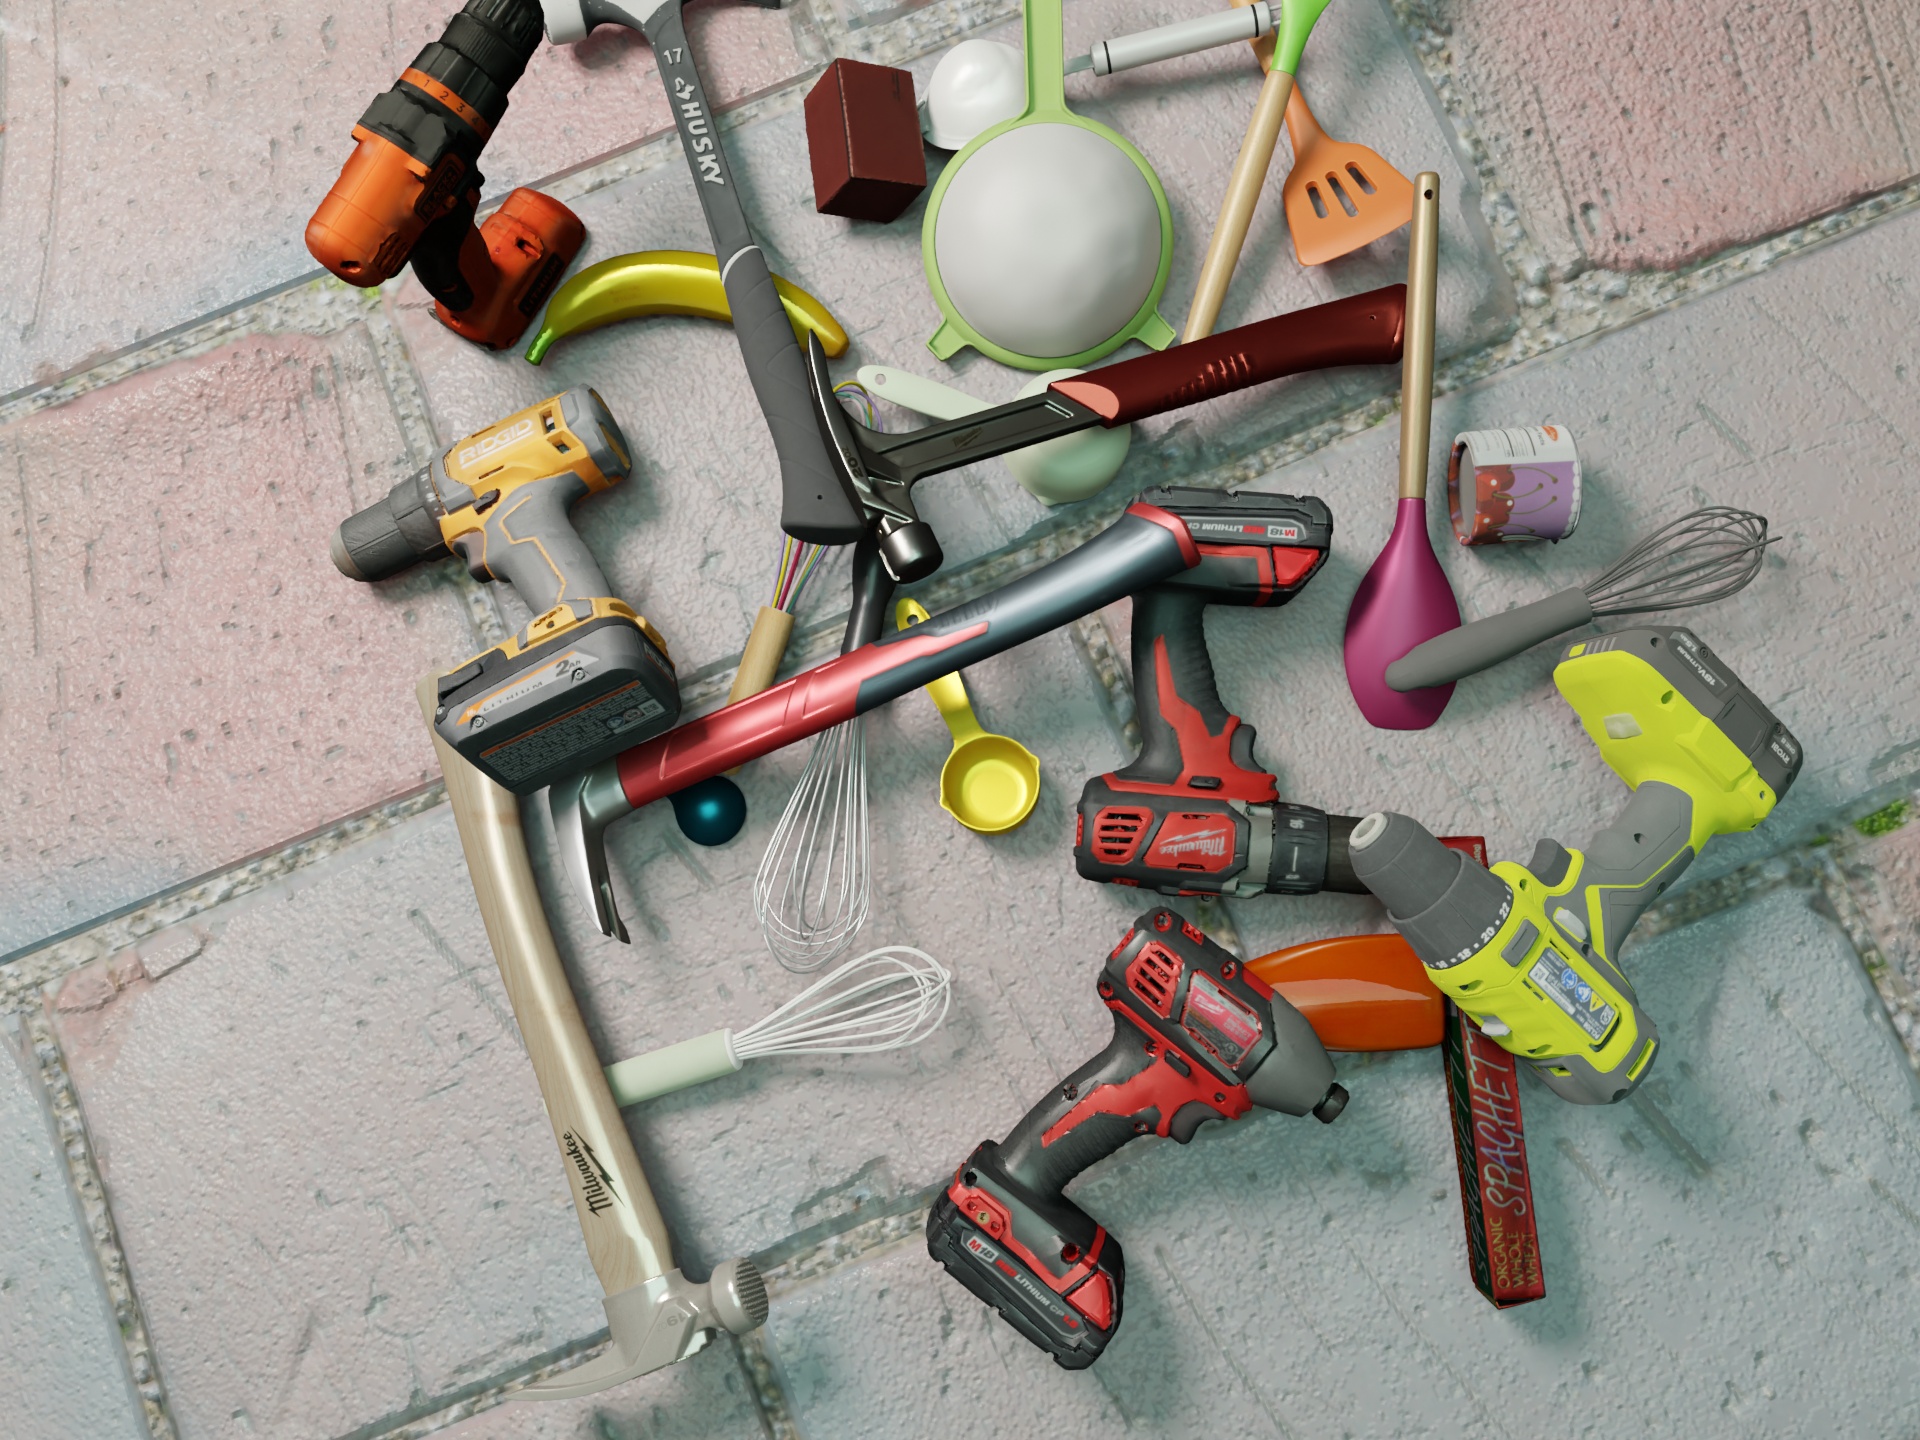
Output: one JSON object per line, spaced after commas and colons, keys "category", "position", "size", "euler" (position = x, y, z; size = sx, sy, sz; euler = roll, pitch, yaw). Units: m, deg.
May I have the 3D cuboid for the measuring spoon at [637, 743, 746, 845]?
{"category": "measuring spoon", "position": [-0.184, 0.029, 0.935], "size": [0.128, 0.021, 0.042], "euler": [32, 85, 7]}

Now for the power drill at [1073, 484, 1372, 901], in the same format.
{"category": "power drill", "position": [0.165, -0.009, 0.899], "size": [0.188, 0.080, 0.227], "euler": [5, 85, 4]}

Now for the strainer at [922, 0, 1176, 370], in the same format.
{"category": "strainer", "position": [0.051, -0.333, 0.917], "size": [0.151, 0.069, 0.256], "euler": [-2, 100, 0]}

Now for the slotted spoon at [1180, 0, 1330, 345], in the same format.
{"category": "slotted spoon", "position": [0.179, -0.356, 0.939], "size": [0.070, 0.031, 0.313], "euler": [17, 98, 2]}

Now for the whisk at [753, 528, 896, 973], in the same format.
{"category": "whisk", "position": [-0.068, 0.004, 0.918], "size": [0.070, 0.070, 0.285], "euler": [9, 78, 4]}

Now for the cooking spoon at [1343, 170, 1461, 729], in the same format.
{"category": "cooking spoon", "position": [0.261, -0.153, 0.917], "size": [0.069, 0.017, 0.319], "euler": [2, 93, 3]}

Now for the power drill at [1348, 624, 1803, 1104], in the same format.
{"category": "power drill", "position": [0.324, 0.060, 0.841], "size": [0.190, 0.080, 0.228], "euler": [43, 73, -8]}

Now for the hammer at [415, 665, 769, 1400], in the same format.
{"category": "hammer", "position": [-0.241, 0.162, 0.891], "size": [0.146, 0.038, 0.411], "euler": [-25, 74, 9]}

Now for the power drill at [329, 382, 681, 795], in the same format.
{"category": "power drill", "position": [-0.263, -0.071, 0.899], "size": [0.185, 0.084, 0.226], "euler": [-24, 58, 5]}

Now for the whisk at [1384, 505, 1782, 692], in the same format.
{"category": "whisk", "position": [0.352, -0.064, 0.903], "size": [0.239, 0.055, 0.055], "euler": [-21, 81, -2]}

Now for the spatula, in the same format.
{"category": "spatula", "position": [0.184, -0.424, 0.974], "size": [0.081, 0.041, 0.323], "euler": [-24, 80, 11]}

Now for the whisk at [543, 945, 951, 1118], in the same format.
{"category": "whisk", "position": [-0.121, 0.183, 0.899], "size": [0.246, 0.059, 0.058], "euler": [-18, 98, 5]}

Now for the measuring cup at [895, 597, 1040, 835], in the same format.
{"category": "measuring cup", "position": [-0.001, -0.003, 0.935], "size": [0.062, 0.029, 0.157], "euler": [-25, 70, -1]}

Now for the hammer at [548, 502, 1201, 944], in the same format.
{"category": "hammer", "position": [-0.047, -0.010, 0.869], "size": [0.386, 0.038, 0.143], "euler": [-23, 66, 9]}

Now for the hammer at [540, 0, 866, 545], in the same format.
{"category": "hammer", "position": [-0.130, -0.284, 0.937], "size": [0.149, 0.036, 0.409], "euler": [-16, 73, -9]}

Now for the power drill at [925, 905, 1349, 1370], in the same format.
{"category": "power drill", "position": [0.094, 0.223, 0.844], "size": [0.143, 0.078, 0.219], "euler": [37, 97, 7]}

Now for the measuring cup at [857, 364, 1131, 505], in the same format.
{"category": "measuring cup", "position": [0.021, -0.183, 0.934], "size": [0.167, 0.038, 0.083], "euler": [17, 82, -6]}

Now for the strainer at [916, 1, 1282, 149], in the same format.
{"category": "strainer", "position": [0.076, -0.401, 0.962], "size": [0.258, 0.050, 0.087], "euler": [-12, 59, 5]}

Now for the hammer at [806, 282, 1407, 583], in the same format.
{"category": "hammer", "position": [0.097, -0.196, 0.904], "size": [0.359, 0.036, 0.149], "euler": [-19, 76, -15]}

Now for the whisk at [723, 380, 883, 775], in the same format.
{"category": "whisk", "position": [-0.103, -0.086, 0.939], "size": [0.051, 0.047, 0.245], "euler": [19, 86, 4]}
